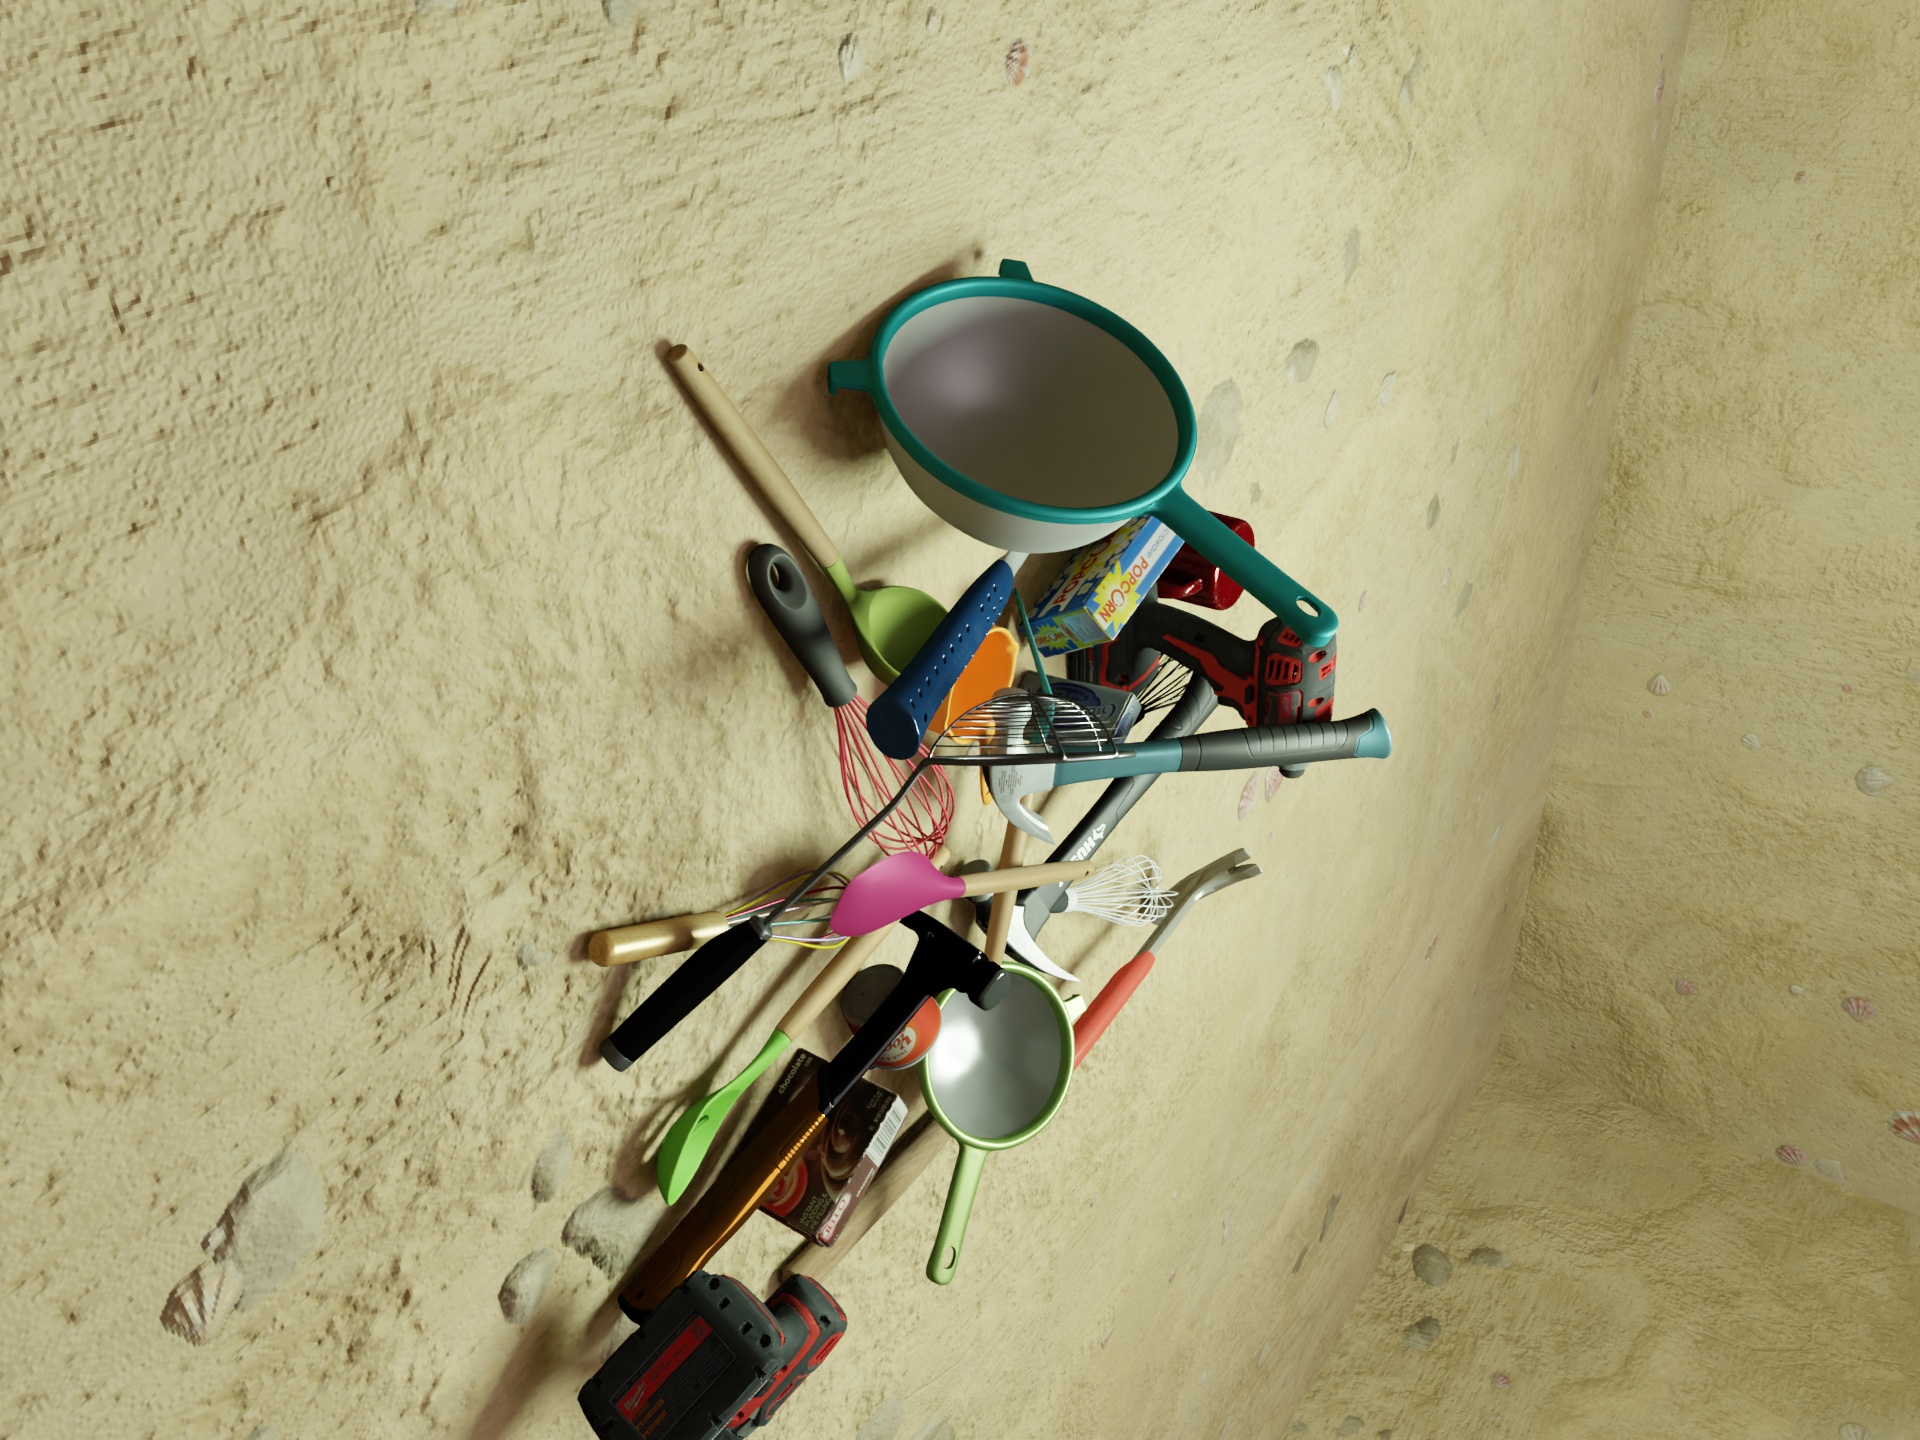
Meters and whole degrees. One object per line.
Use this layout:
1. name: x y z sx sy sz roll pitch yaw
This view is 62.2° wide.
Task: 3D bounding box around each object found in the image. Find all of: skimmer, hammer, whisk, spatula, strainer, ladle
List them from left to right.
1. whisk: -0.139 0.133 1.020 0.245 0.051 0.047 -3 114 -55
2. hammer: -0.115 0.271 1.102 0.337 0.127 0.034 -48 145 -18
3. ladle: -0.081 -0.117 0.965 0.319 0.062 0.078 54 30 -51
4. whisk: -0.071 -0.005 1.044 0.073 0.073 0.295 -54 139 -27
5. skimmer: -0.056 0.107 0.966 0.363 0.090 0.127 -42 -179 -2
6. hammer: -0.034 0.361 1.328 0.331 0.031 0.130 -39 136 -42
7. strainer: 0.002 0.320 1.288 0.151 0.069 0.256 23 75 -29
8. hammer: 0.030 -0.108 1.078 0.406 0.035 0.144 -57 147 -50
9. spatula: 0.038 0.059 1.224 0.082 0.044 0.317 -102 -159 -76
10. whisk: 0.109 0.160 1.433 0.284 0.070 0.070 4 103 -54
11. strainer: 0.084 -0.138 1.001 0.211 0.340 0.095 -41 165 -36
12. hammer: 0.136 0.073 1.361 0.335 0.035 0.146 -48 121 -24
13. hammer: 0.150 0.248 1.465 0.359 0.036 0.149 -43 -176 -42
14. whisk: 0.154 -0.012 1.419 0.239 0.055 0.055 -37 136 -38
15. hammer: 0.175 0.024 1.195 0.331 0.033 0.128 -5 125 -16

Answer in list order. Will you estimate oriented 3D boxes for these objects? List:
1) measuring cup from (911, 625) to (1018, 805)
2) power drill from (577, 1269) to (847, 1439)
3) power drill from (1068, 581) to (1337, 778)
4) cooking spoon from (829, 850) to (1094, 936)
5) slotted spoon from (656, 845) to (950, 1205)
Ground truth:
1. measuring cup: -0.002 -0.004 1.163 0.095 0.052 0.173 -49 150 -33
2. power drill: -0.172 0.452 1.058 0.188 0.080 0.226 -46 160 -9
3. power drill: 0.200 -0.037 1.302 0.078 0.220 0.143 -43 139 -39
4. cooking spoon: 0.013 0.119 1.162 0.318 0.017 0.068 0 121 -55
5. slotted spoon: -0.106 0.199 1.096 0.314 0.031 0.070 -48 162 -27
